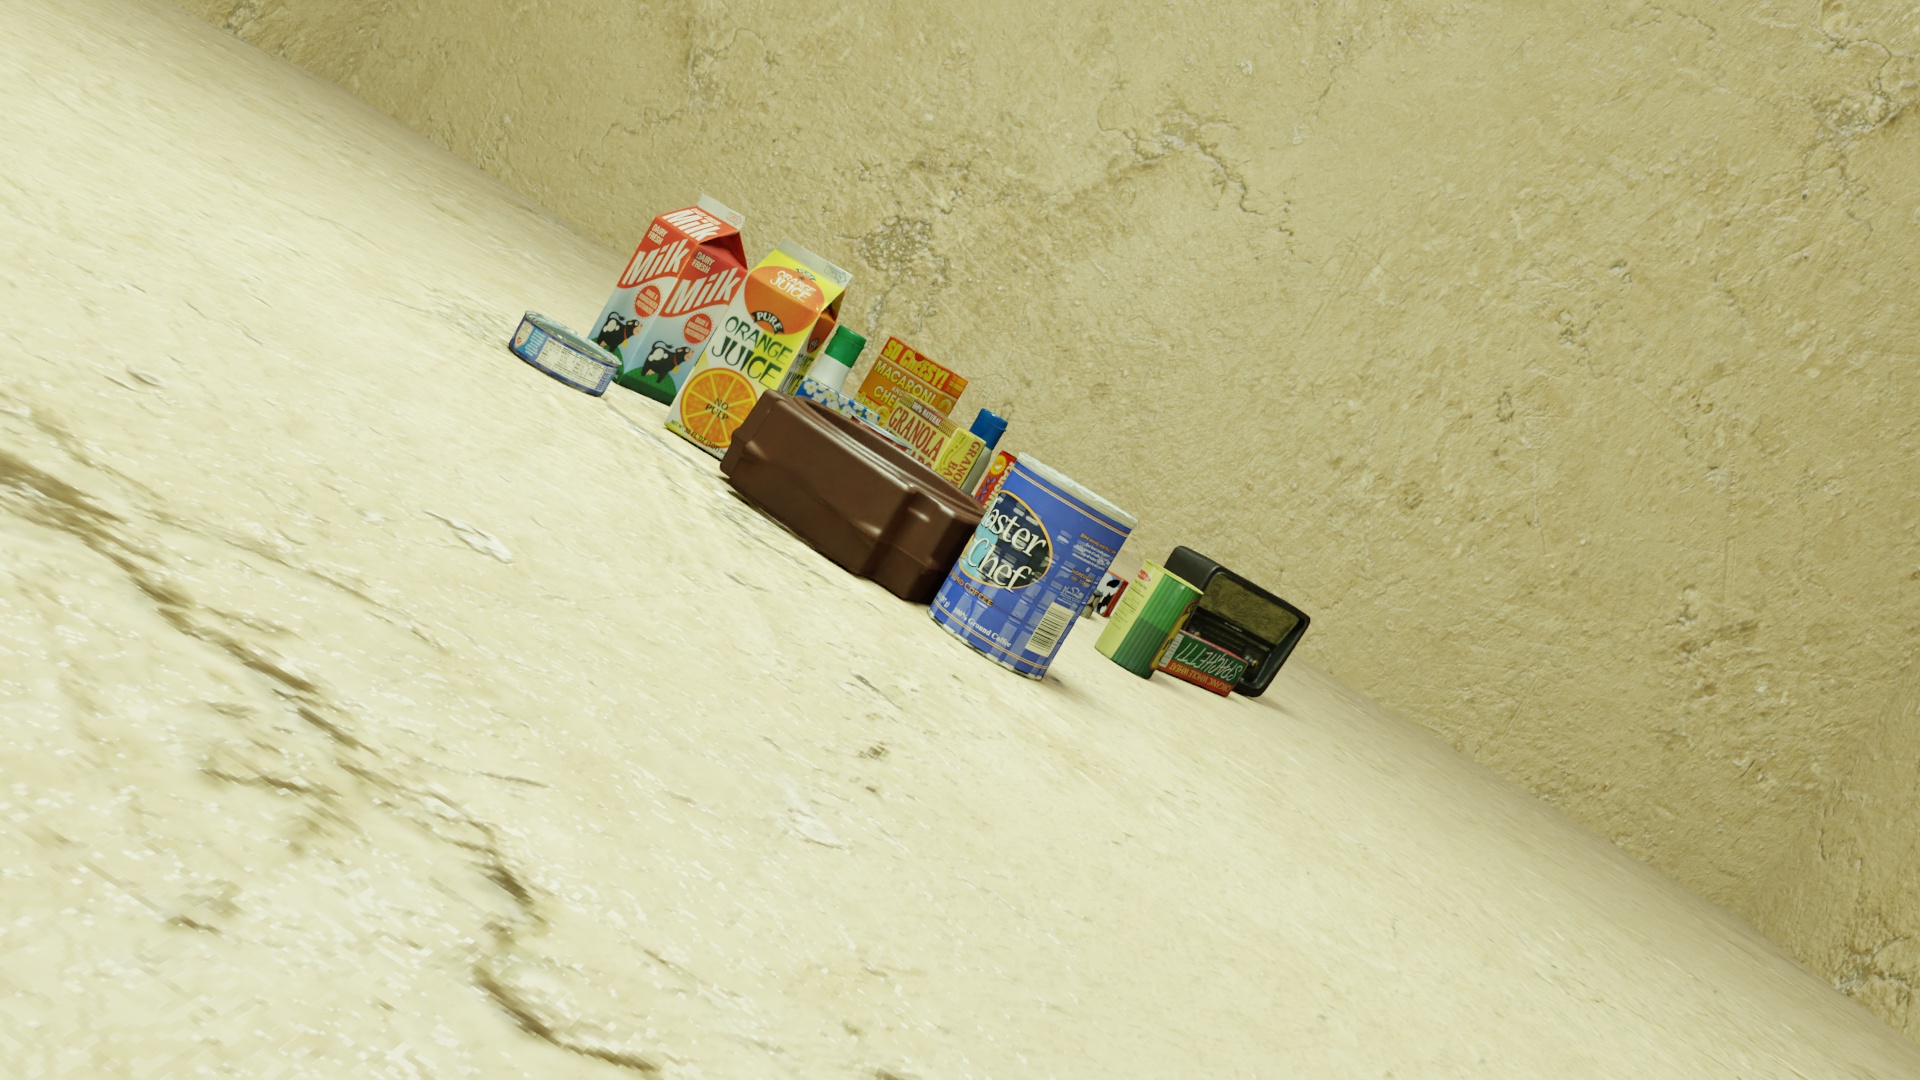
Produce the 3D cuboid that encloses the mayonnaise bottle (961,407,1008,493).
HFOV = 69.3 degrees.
[{"bbox_3d":[0.003,-0.082,1.615,0.041,0.148,0.065,32,5,16],"label":"mayonnaise bottle"}]

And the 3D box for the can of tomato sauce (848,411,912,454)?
[{"bbox_3d":[-0.097,-0.070,1.329,0.071,0.083,0.071,30,5,-3],"label":"can of tomato sauce"}]

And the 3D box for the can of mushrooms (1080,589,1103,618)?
[{"bbox_3d":[0.131,0.061,1.609,0.071,0.033,0.071,30,6,-3],"label":"can of mushrooms"}]

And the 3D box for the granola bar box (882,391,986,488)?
[{"bbox_3d":[-0.047,-0.072,1.394,0.039,0.124,0.166,28,6,-27],"label":"granola bar box"}]

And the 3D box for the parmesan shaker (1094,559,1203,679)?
[{"bbox_3d":[0.188,0.079,1.393,0.071,0.103,0.071,30,5,-3],"label":"parmesan shaker"}]

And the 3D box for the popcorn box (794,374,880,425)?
[{"bbox_3d":[-0.159,-0.127,1.491,0.126,0.085,0.038,27,6,-34],"label":"popcorn box"}]

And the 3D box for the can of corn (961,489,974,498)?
[{"bbox_3d":[0.005,-0.019,1.535,0.071,0.058,0.071,30,5,-3],"label":"can of corn"}]

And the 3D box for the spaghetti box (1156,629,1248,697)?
[{"bbox_3d":[0.240,0.124,1.537,0.250,0.050,0.029,24,8,-48],"label":"spaghetti box"}]

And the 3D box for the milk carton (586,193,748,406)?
[{"bbox_3d":[-0.269,-0.231,1.301,0.072,0.190,0.073,34,6,34],"label":"milk carton"}]

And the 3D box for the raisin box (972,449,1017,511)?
[{"bbox_3d":[0.048,-0.025,1.471,0.086,0.123,0.040,25,8,-47],"label":"raisin box"}]

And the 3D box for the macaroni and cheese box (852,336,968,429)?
[{"bbox_3d":[-0.081,-0.161,1.766,0.124,0.166,0.040,34,6,34],"label":"macaroni and cheese box"}]

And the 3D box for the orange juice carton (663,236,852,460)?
[{"bbox_3d":[-0.171,-0.162,1.199,0.072,0.192,0.073,31,5,4],"label":"orange juice carton"}]

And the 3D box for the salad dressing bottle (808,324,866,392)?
[{"bbox_3d":[-0.159,-0.175,1.593,0.044,0.147,0.064,29,5,-17],"label":"salad dressing bottle"}]

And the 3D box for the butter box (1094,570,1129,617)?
[{"bbox_3d":[0.154,0.048,1.738,0.104,0.053,0.024,33,6,26],"label":"butter box"}]
